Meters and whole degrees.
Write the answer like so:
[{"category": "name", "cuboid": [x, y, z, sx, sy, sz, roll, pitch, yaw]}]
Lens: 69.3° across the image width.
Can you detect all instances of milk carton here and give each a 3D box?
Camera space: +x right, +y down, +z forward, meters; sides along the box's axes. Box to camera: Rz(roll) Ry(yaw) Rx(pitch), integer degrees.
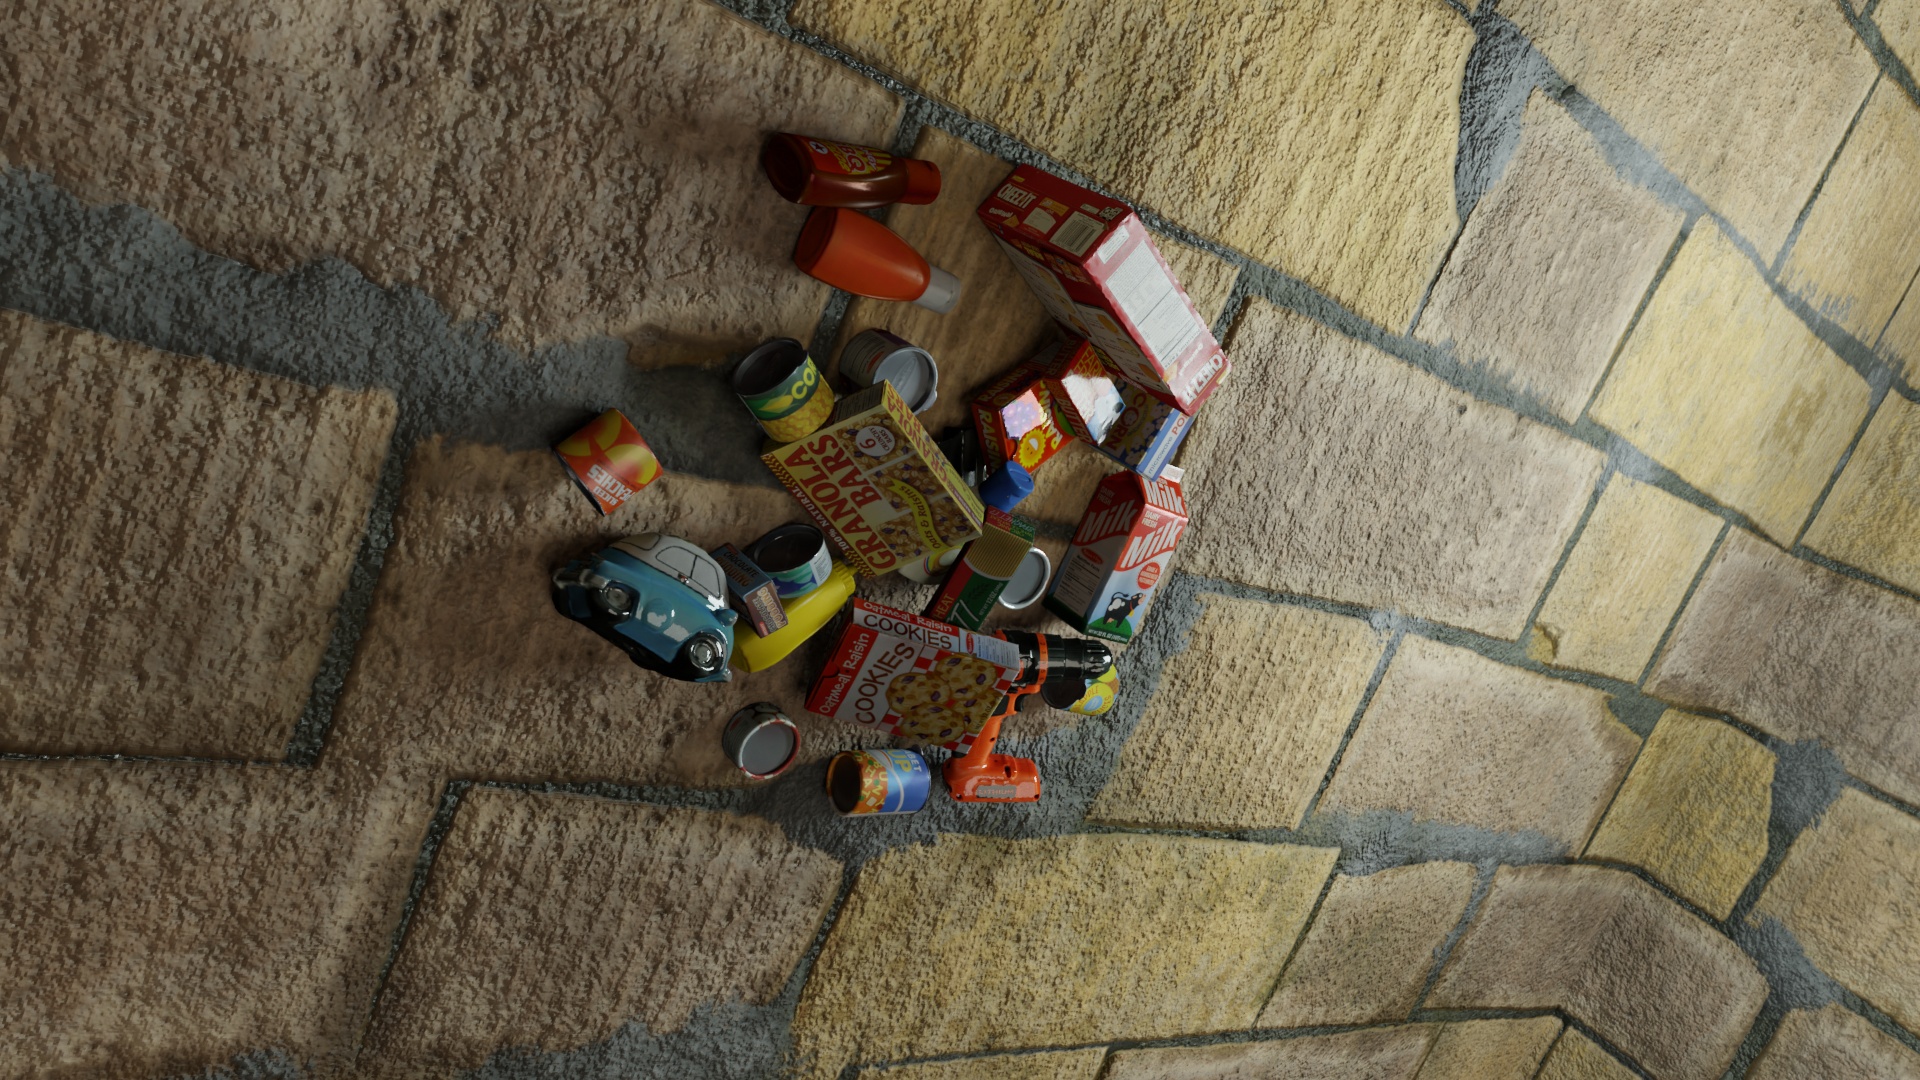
[{"category": "milk carton", "cuboid": [0.169, 0.005, 1.441, 0.072, 0.073, 0.190, 16, 103, -41]}]

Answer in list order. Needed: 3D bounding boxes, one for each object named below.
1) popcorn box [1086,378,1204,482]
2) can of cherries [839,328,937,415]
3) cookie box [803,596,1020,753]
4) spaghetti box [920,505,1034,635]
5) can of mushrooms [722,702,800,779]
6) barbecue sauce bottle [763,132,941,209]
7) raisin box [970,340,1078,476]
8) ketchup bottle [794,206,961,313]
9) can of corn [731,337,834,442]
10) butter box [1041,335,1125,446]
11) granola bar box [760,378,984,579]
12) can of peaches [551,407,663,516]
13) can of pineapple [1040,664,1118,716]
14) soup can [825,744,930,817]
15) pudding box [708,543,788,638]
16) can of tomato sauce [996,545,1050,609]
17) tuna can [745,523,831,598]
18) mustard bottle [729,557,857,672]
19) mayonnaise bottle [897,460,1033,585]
[{"category": "popcorn box", "cuboid": [0.188, -0.131, 1.374, 0.038, 0.085, 0.126, 28, 95, -44]}, {"category": "can of cherries", "cuboid": [-0.062, -0.142, 1.200, 0.072, 0.058, 0.071, -17, 122, -30]}, {"category": "cookie box", "cuboid": [-0.046, 0.128, 1.297, 0.167, 0.040, 0.122, 18, 127, -16]}, {"category": "spaghetti box", "cuboid": [-0.008, 0.073, 1.305, 0.050, 0.029, 0.248, 25, 124, -9]}, {"category": "can of mushrooms", "cuboid": [-0.184, 0.189, 1.303, 0.071, 0.033, 0.070, -17, 122, -29]}, {"category": "barbecue sauce bottle", "cuboid": [-0.081, -0.290, 1.107, 0.149, 0.065, 0.043, -7, 140, -44]}, {"category": "raisin box", "cuboid": [0.071, -0.120, 1.306, 0.124, 0.040, 0.085, -38, 132, -31]}, {"category": "ketchup bottle", "cuboid": [-0.064, -0.229, 1.161, 0.149, 0.043, 0.064, 17, 104, -41]}, {"category": "can of corn", "cuboid": [-0.143, -0.124, 1.141, 0.071, 0.071, 0.058, -43, 133, -10]}, {"category": "butter box", "cuboid": [0.116, -0.140, 1.298, 0.053, 0.024, 0.103, -57, 139, -16]}, {"category": "granola bar box", "cuboid": [-0.074, -0.050, 1.200, 0.124, 0.039, 0.165, -22, 128, 22]}, {"category": "can of peaches", "cuboid": [-0.272, -0.060, 1.078, 0.058, 0.071, 0.071, -38, 131, -15]}, {"category": "can of pineapple", "cuboid": [0.129, 0.154, 1.494, 0.058, 0.071, 0.071, 18, 102, -41]}, {"category": "soup can", "cuboid": [-0.082, 0.239, 1.385, 0.084, 0.071, 0.071, 6, 110, -38]}, {"category": "pudding box", "cuboid": [-0.184, 0.042, 1.190, 0.030, 0.084, 0.049, -31, 129, -20]}, {"category": "can of tomato sauce", "cuboid": [0.036, 0.019, 1.343, 0.071, 0.083, 0.070, -17, 123, -29]}, {"category": "tuna can", "cuboid": [-0.150, 0.018, 1.217, 0.071, 0.071, 0.032, -31, 130, -20]}, {"category": "mustard bottle", "cuboid": [-0.143, 0.057, 1.244, 0.161, 0.065, 0.048, -34, 128, -27]}, {"category": "mayonnaise bottle", "cuboid": [0.005, -0.016, 1.287, 0.065, 0.041, 0.147, 19, 130, -43]}]
